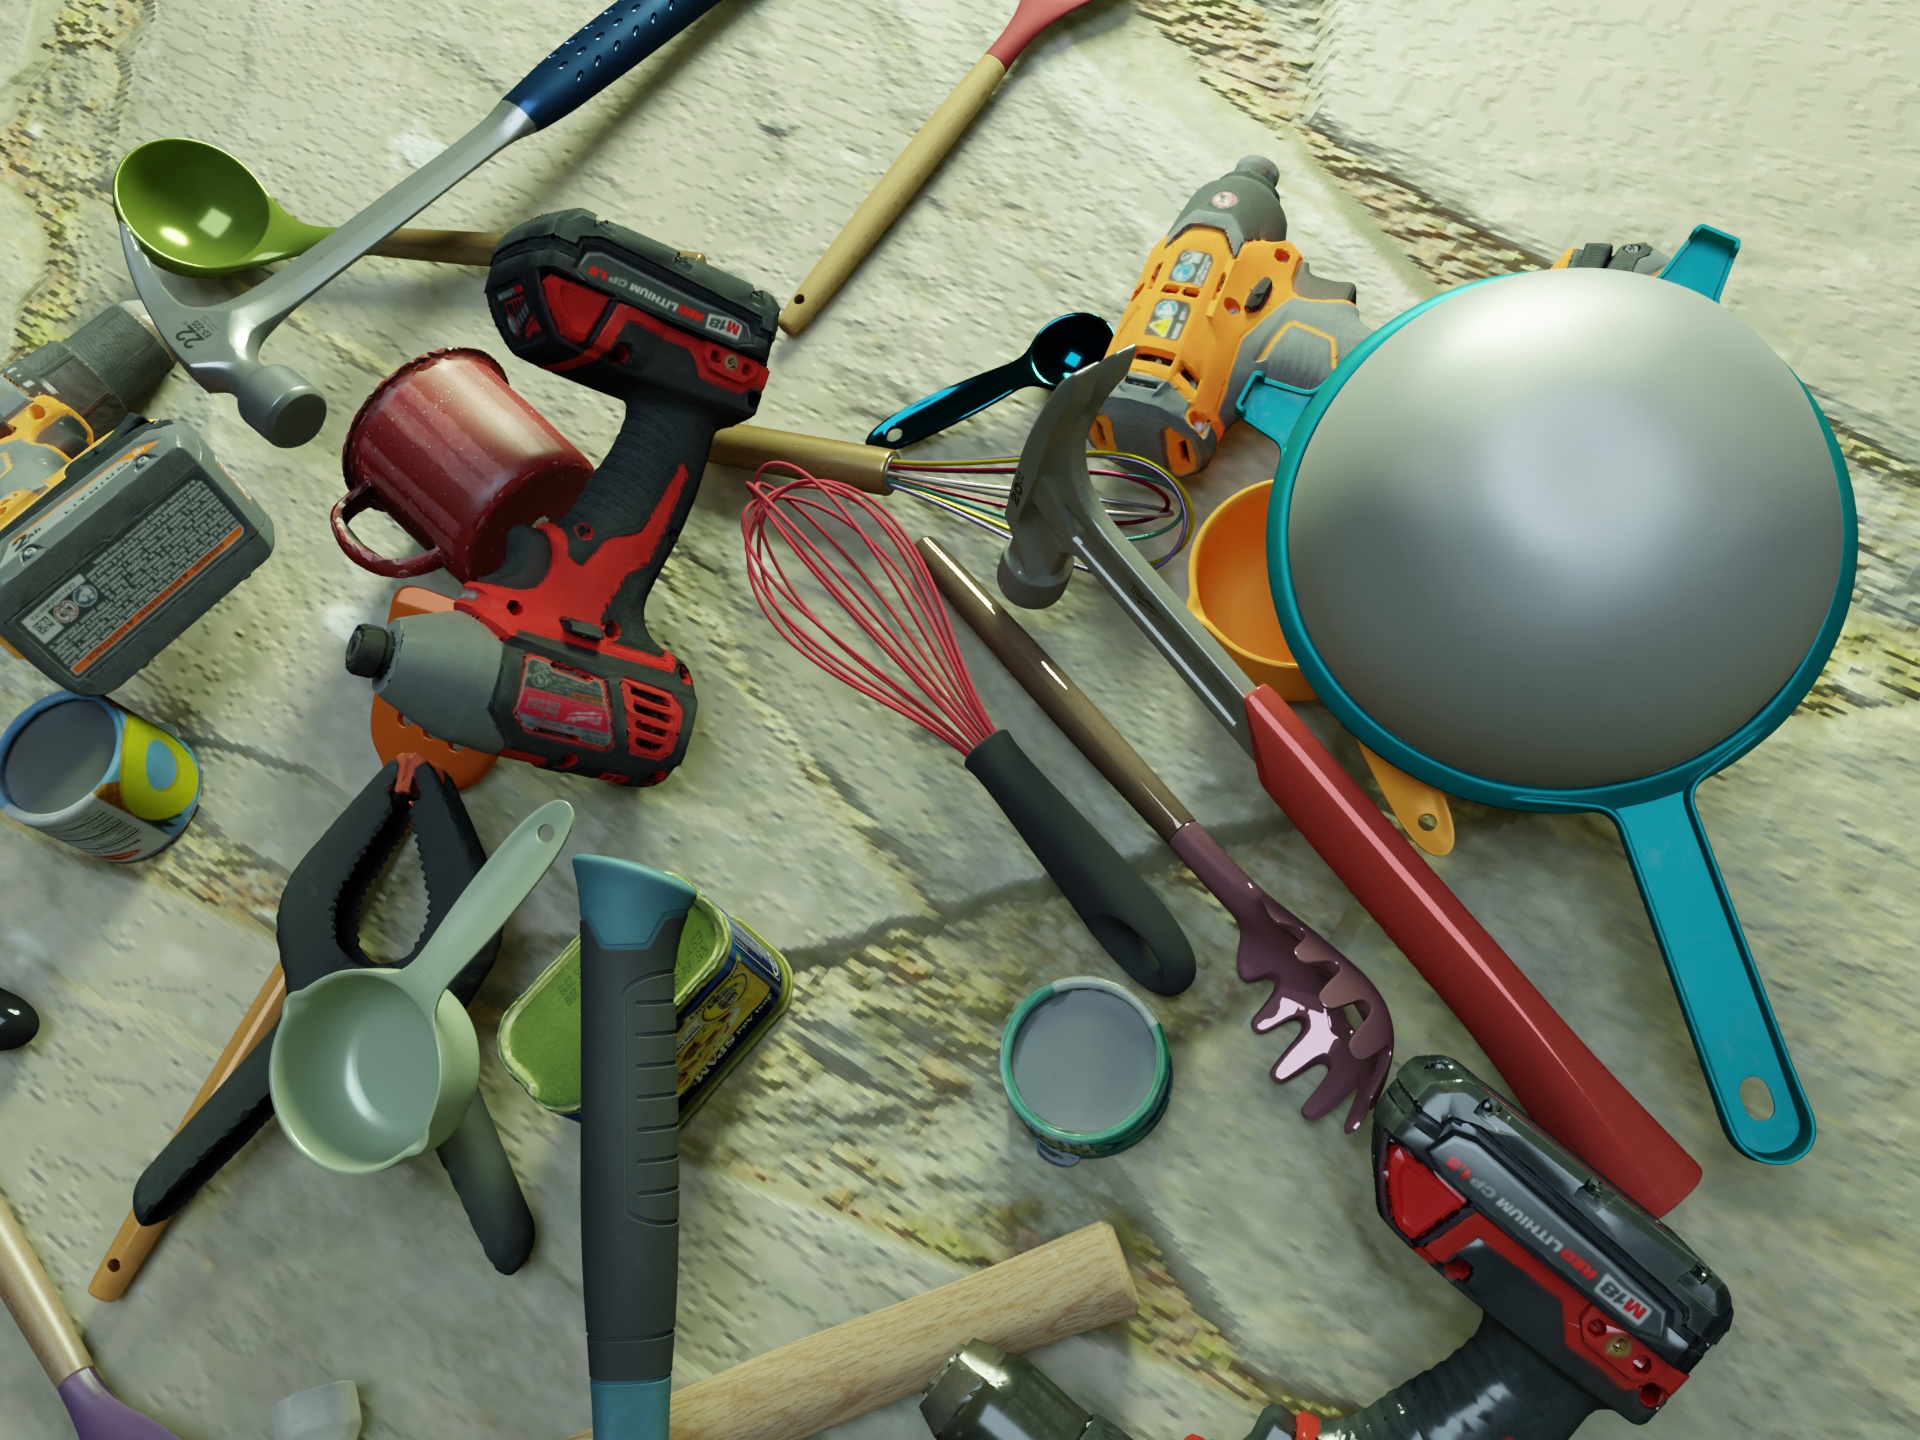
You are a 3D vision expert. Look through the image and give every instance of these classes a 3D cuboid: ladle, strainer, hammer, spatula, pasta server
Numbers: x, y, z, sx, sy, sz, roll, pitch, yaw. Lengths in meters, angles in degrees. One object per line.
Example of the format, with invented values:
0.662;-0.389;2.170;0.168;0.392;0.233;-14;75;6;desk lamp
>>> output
-0.289;-0.257;0.829;0.320;0.062;0.078;7;65;10;ladle
0.230;-0.016;0.547;0.211;0.095;0.340;-17;76;9;strainer
0.140;0.028;0.593;0.037;0.149;0.359;-32;74;-23;hammer
-0.240;-0.309;0.819;0.144;0.035;0.405;38;70;15;hammer
-0.284;0.096;0.688;0.081;0.041;0.323;26;75;1;spatula
-0.113;0.212;0.550;0.128;0.033;0.331;-1;83;-3;hammer
0.003;-0.319;0.818;0.069;0.031;0.315;31;78;23;ladle
-0.092;0.263;0.589;0.331;0.031;0.130;-21;65;1;hammer
0.068;0.030;0.655;0.040;0.060;0.316;-25;60;-28;pasta server
-0.372;0.248;0.651;0.316;0.018;0.060;43;98;23;spatula

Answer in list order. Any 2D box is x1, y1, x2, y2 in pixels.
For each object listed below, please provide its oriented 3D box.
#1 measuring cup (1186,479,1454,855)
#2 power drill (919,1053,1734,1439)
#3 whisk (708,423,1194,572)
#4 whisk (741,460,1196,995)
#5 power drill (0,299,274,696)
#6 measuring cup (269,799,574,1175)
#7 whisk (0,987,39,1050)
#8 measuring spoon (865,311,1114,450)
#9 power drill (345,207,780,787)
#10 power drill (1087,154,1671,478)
0.155;-0.016;0.652;0.095;0.052;0.174;-22;67;0;measuring cup
0.113;0.217;0.524;0.188;0.080;0.226;38;93;14;power drill
-0.011;-0.113;0.727;0.245;0.047;0.051;13;61;19;whisk
-0.001;-0.002;0.672;0.073;0.073;0.296;-38;71;-7;whisk
-0.420;-0.120;0.764;0.226;0.084;0.185;25;64;37;power drill
-0.193;0.098;0.606;0.083;0.038;0.167;40;94;17;measuring cup
-0.547;0.111;0.725;0.284;0.070;0.070;11;70;9;whisk
0.015;-0.153;0.756;0.128;0.021;0.042;-23;62;10;measuring spoon
-0.165;-0.090;0.669;0.079;0.143;0.220;7;82;55;power drill
0.184;-0.169;0.696;0.226;0.084;0.164;16;71;20;power drill
